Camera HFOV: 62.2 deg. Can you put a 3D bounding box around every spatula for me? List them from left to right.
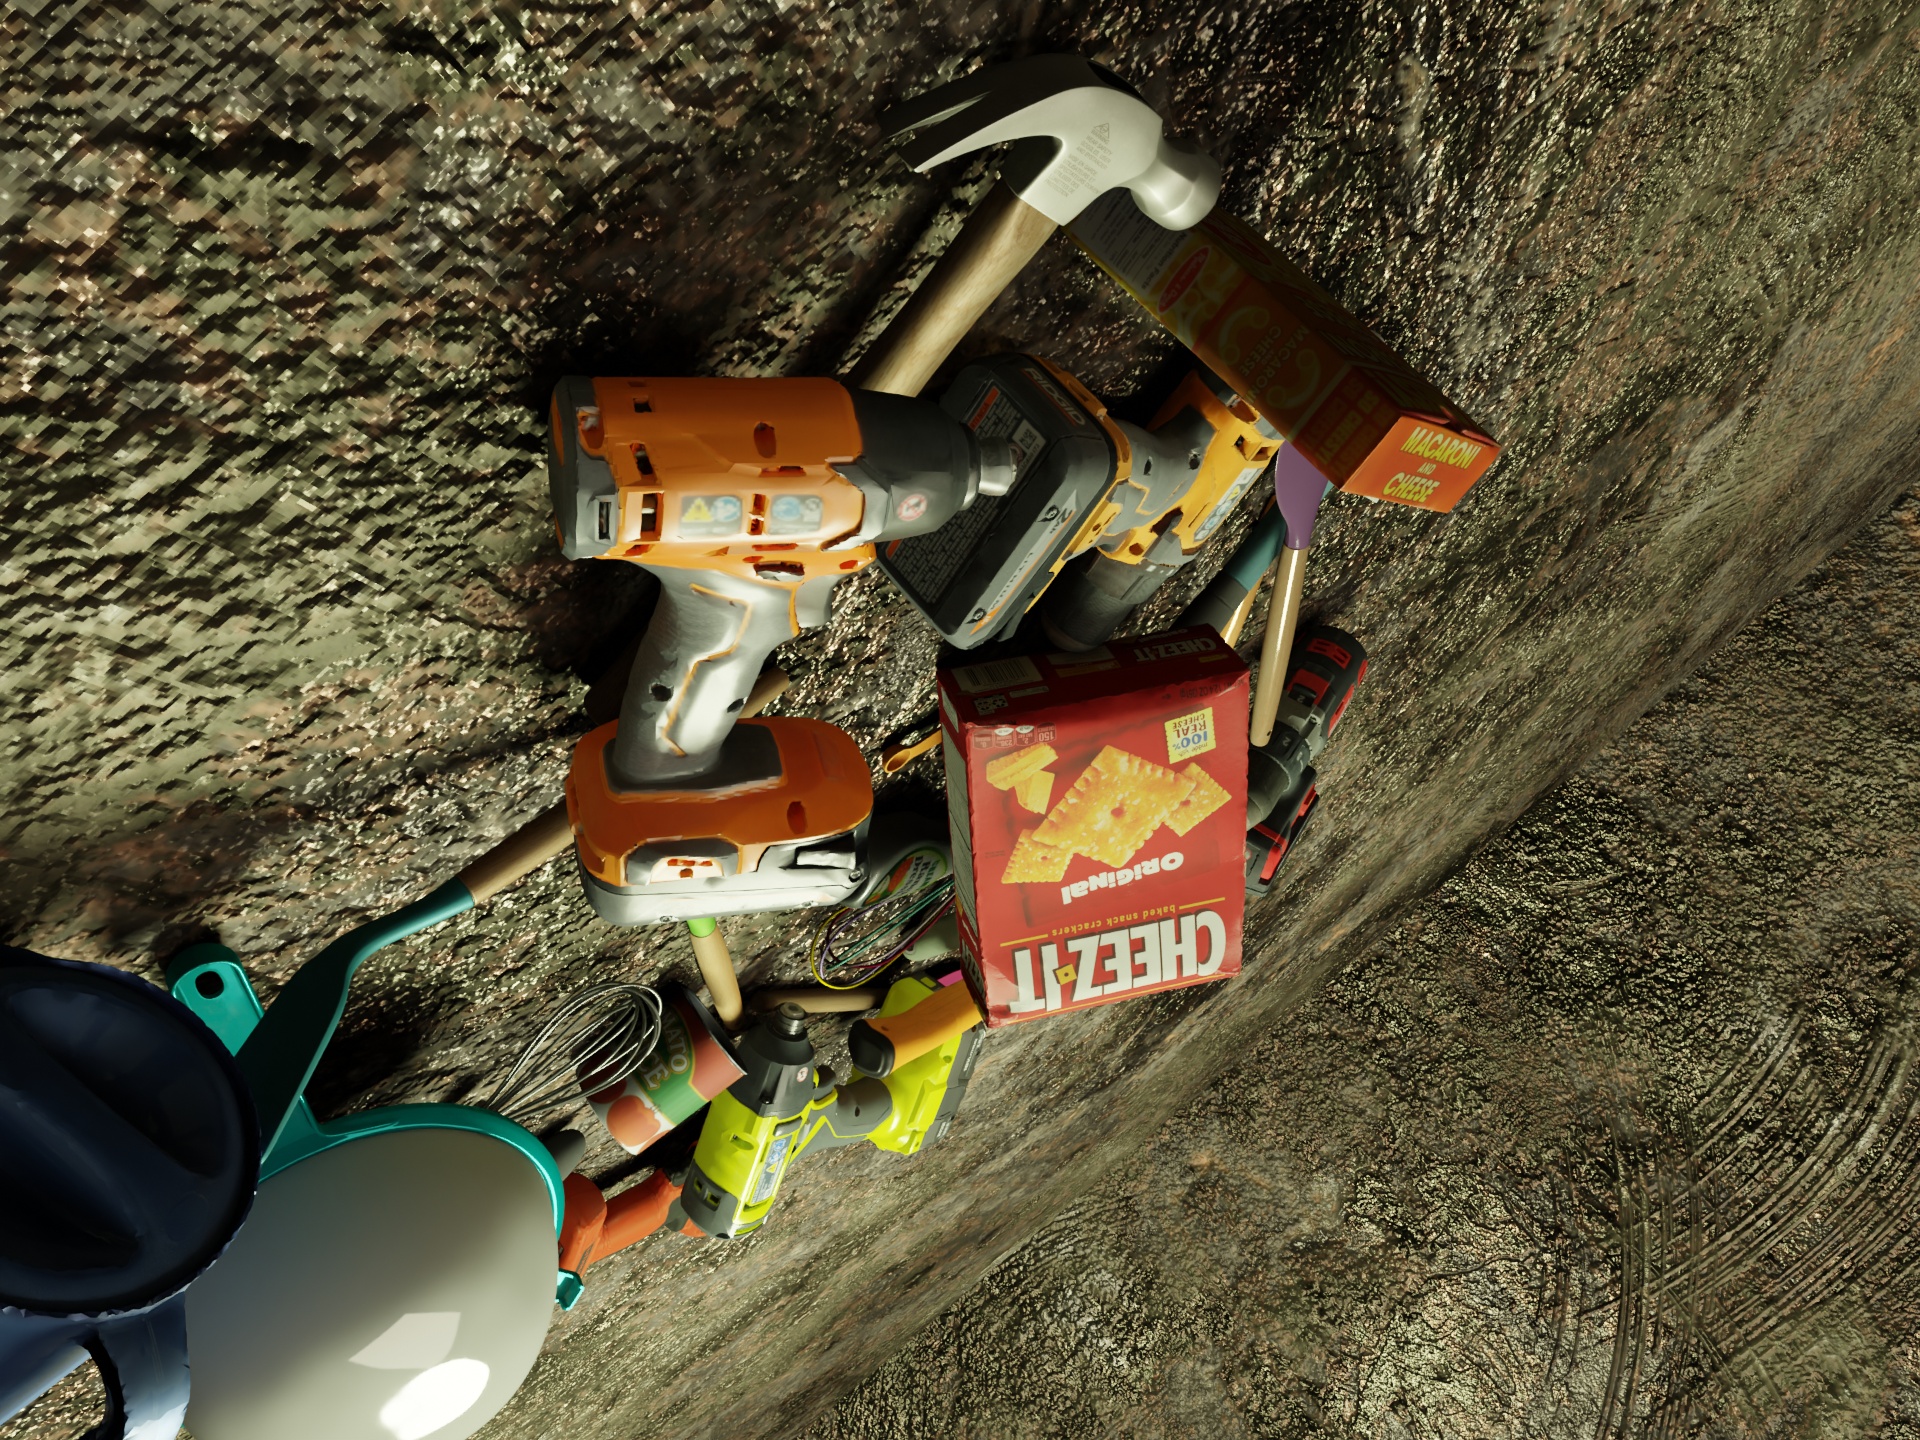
[{"bbox_3d":[-0.187,0.068,0.682,0.317,0.044,0.082,-38,-157,-33],"label":"spatula"},{"bbox_3d":[0.182,-0.033,1.110,0.041,0.081,0.322,2,139,-11],"label":"spatula"},{"bbox_3d":[0.192,-0.086,0.931,0.060,0.018,0.315,-36,148,-23],"label":"spatula"}]

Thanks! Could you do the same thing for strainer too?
[{"bbox_3d":[-0.279,0.244,0.719,0.211,0.095,0.340,-24,133,-23],"label":"strainer"}]

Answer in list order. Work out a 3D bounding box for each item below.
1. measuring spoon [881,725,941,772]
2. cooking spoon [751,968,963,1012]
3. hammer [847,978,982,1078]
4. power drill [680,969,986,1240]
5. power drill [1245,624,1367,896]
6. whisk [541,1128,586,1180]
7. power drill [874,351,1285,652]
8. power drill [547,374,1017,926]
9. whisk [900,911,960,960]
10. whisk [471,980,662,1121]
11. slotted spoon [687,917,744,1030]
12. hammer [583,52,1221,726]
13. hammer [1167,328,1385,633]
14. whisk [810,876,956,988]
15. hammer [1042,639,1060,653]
[{"bbox_3d":[-0.001,-0.003,0.936,0.117,0.011,0.021,-32,156,-26],"label":"measuring spoon"},{"bbox_3d":[-0.069,0.210,1.205,0.068,0.017,0.318,-50,156,10],"label":"cooking spoon"},{"bbox_3d":[0.034,0.194,1.150,0.337,0.127,0.034,-14,123,-57],"label":"hammer"},{"bbox_3d":[-0.086,0.258,1.126,0.223,0.080,0.171,-6,122,-53],"label":"power drill"},{"bbox_3d":[0.239,0.051,1.252,0.188,0.080,0.226,-53,163,-29],"label":"power drill"},{"bbox_3d":[-0.352,0.358,1.005,0.284,0.070,0.070,-41,158,-11],"label":"whisk"},{"bbox_3d":[0.054,-0.095,0.769,0.226,0.084,0.185,-17,150,-51],"label":"power drill"},{"bbox_3d":[-0.072,-0.027,0.606,0.164,0.084,0.226,-4,133,-18],"label":"power drill"},{"bbox_3d":[0.037,0.130,1.087,0.059,0.058,0.246,8,157,-38],"label":"whisk"},{"bbox_3d":[-0.266,0.226,0.904,0.239,0.055,0.055,-37,157,5],"label":"whisk"},{"bbox_3d":[-0.146,0.128,0.930,0.070,0.031,0.313,-33,157,-18],"label":"slotted spoon"},{"bbox_3d":[-0.047,-0.112,0.618,0.130,0.031,0.331,13,127,-49],"label":"hammer"},{"bbox_3d":[0.155,-0.073,0.950,0.331,0.033,0.128,-52,153,7],"label":"hammer"},{"bbox_3d":[-0.003,0.105,1.090,0.245,0.047,0.051,-33,168,-28],"label":"whisk"},{"bbox_3d":[0.089,0.035,1.067,0.146,0.035,0.334,-42,152,-19],"label":"hammer"}]
